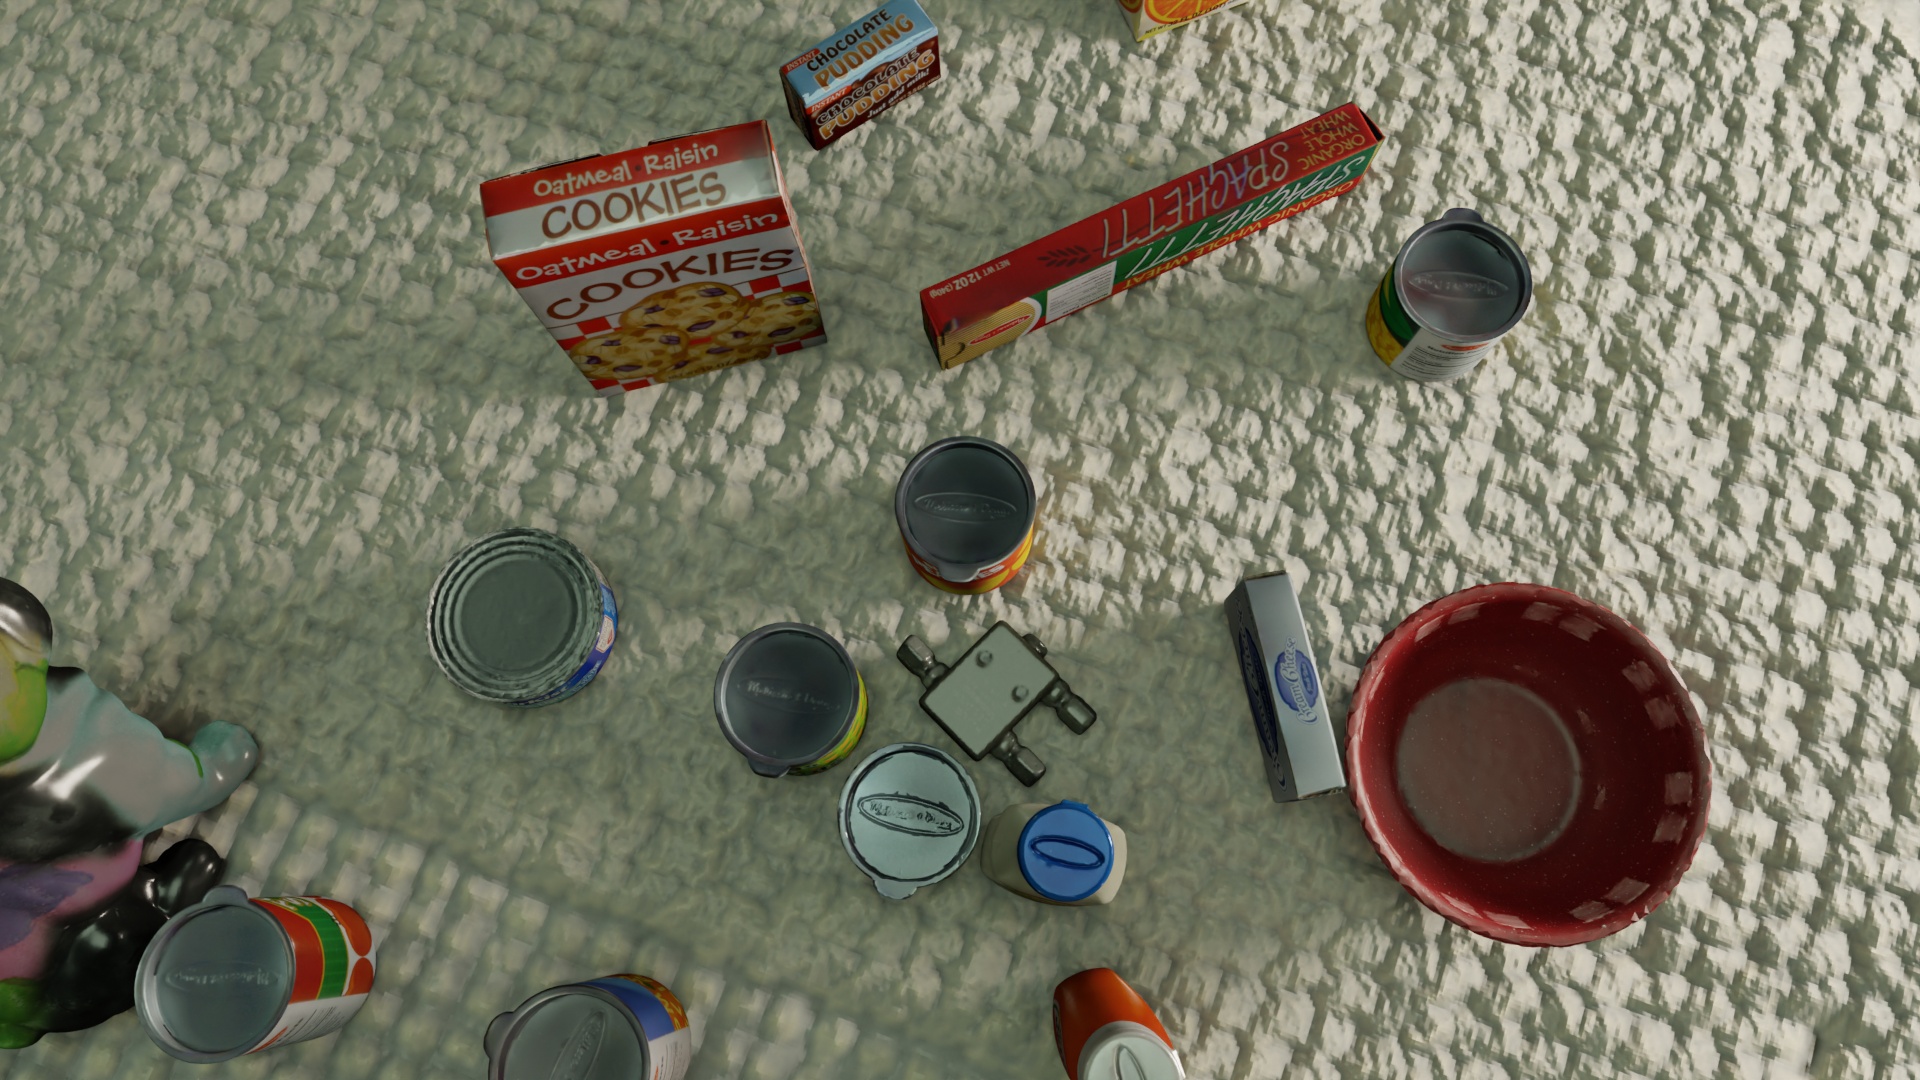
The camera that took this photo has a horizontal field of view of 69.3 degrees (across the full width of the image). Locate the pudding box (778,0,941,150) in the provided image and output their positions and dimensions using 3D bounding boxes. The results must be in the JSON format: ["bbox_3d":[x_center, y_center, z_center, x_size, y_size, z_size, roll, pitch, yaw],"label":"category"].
[{"bbox_3d":[-0.052,-0.250,0.741,0.084,0.049,0.030,-33,78,-7],"label":"pudding box"}]

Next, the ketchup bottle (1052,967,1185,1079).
[{"bbox_3d":[0.064,0.212,0.568,0.043,0.148,0.065,-19,76,-3],"label":"ketchup bottle"}]

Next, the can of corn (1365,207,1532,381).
[{"bbox_3d":[0.243,-0.122,0.698,0.071,0.058,0.071,0,76,1],"label":"can of corn"}]

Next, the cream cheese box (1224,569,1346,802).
[{"bbox_3d":[0.151,0.070,0.652,0.024,0.053,0.104,-11,76,-2],"label":"cream cheese box"}]

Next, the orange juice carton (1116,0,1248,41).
[{"bbox_3d":[0.114,-0.342,0.688,0.072,0.192,0.073,-21,77,-4],"label":"orange juice carton"}]

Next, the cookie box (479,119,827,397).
[{"bbox_3d":[-0.135,-0.126,0.650,0.123,0.167,0.040,-14,76,-2],"label":"cookie box"}]

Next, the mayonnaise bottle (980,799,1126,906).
[{"bbox_3d":[0.041,0.134,0.589,0.065,0.147,0.041,12,77,4],"label":"mayonnaise bottle"}]

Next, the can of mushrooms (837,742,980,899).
[{"bbox_3d":[-0.024,0.131,0.650,0.071,0.033,0.071,0,76,1],"label":"can of mushrooms"}]

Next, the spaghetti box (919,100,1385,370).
[{"bbox_3d":[0.097,-0.156,0.713,0.250,0.050,0.029,-25,77,-5],"label":"spaghetti box"}]

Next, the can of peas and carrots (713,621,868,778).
[{"bbox_3d":[-0.078,0.078,0.652,0.071,0.058,0.071,0,76,1],"label":"can of peas and carrots"}]

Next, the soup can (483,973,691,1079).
[{"bbox_3d":[-0.160,0.223,0.603,0.071,0.083,0.071,0,76,1],"label":"soup can"}]

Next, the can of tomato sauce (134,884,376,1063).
[{"bbox_3d":[-0.308,0.189,0.615,0.071,0.083,0.071,0,76,1],"label":"can of tomato sauce"}]

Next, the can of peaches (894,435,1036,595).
[{"bbox_3d":[0.002,-0.008,0.673,0.071,0.058,0.071,0,76,1],"label":"can of peaches"}]
